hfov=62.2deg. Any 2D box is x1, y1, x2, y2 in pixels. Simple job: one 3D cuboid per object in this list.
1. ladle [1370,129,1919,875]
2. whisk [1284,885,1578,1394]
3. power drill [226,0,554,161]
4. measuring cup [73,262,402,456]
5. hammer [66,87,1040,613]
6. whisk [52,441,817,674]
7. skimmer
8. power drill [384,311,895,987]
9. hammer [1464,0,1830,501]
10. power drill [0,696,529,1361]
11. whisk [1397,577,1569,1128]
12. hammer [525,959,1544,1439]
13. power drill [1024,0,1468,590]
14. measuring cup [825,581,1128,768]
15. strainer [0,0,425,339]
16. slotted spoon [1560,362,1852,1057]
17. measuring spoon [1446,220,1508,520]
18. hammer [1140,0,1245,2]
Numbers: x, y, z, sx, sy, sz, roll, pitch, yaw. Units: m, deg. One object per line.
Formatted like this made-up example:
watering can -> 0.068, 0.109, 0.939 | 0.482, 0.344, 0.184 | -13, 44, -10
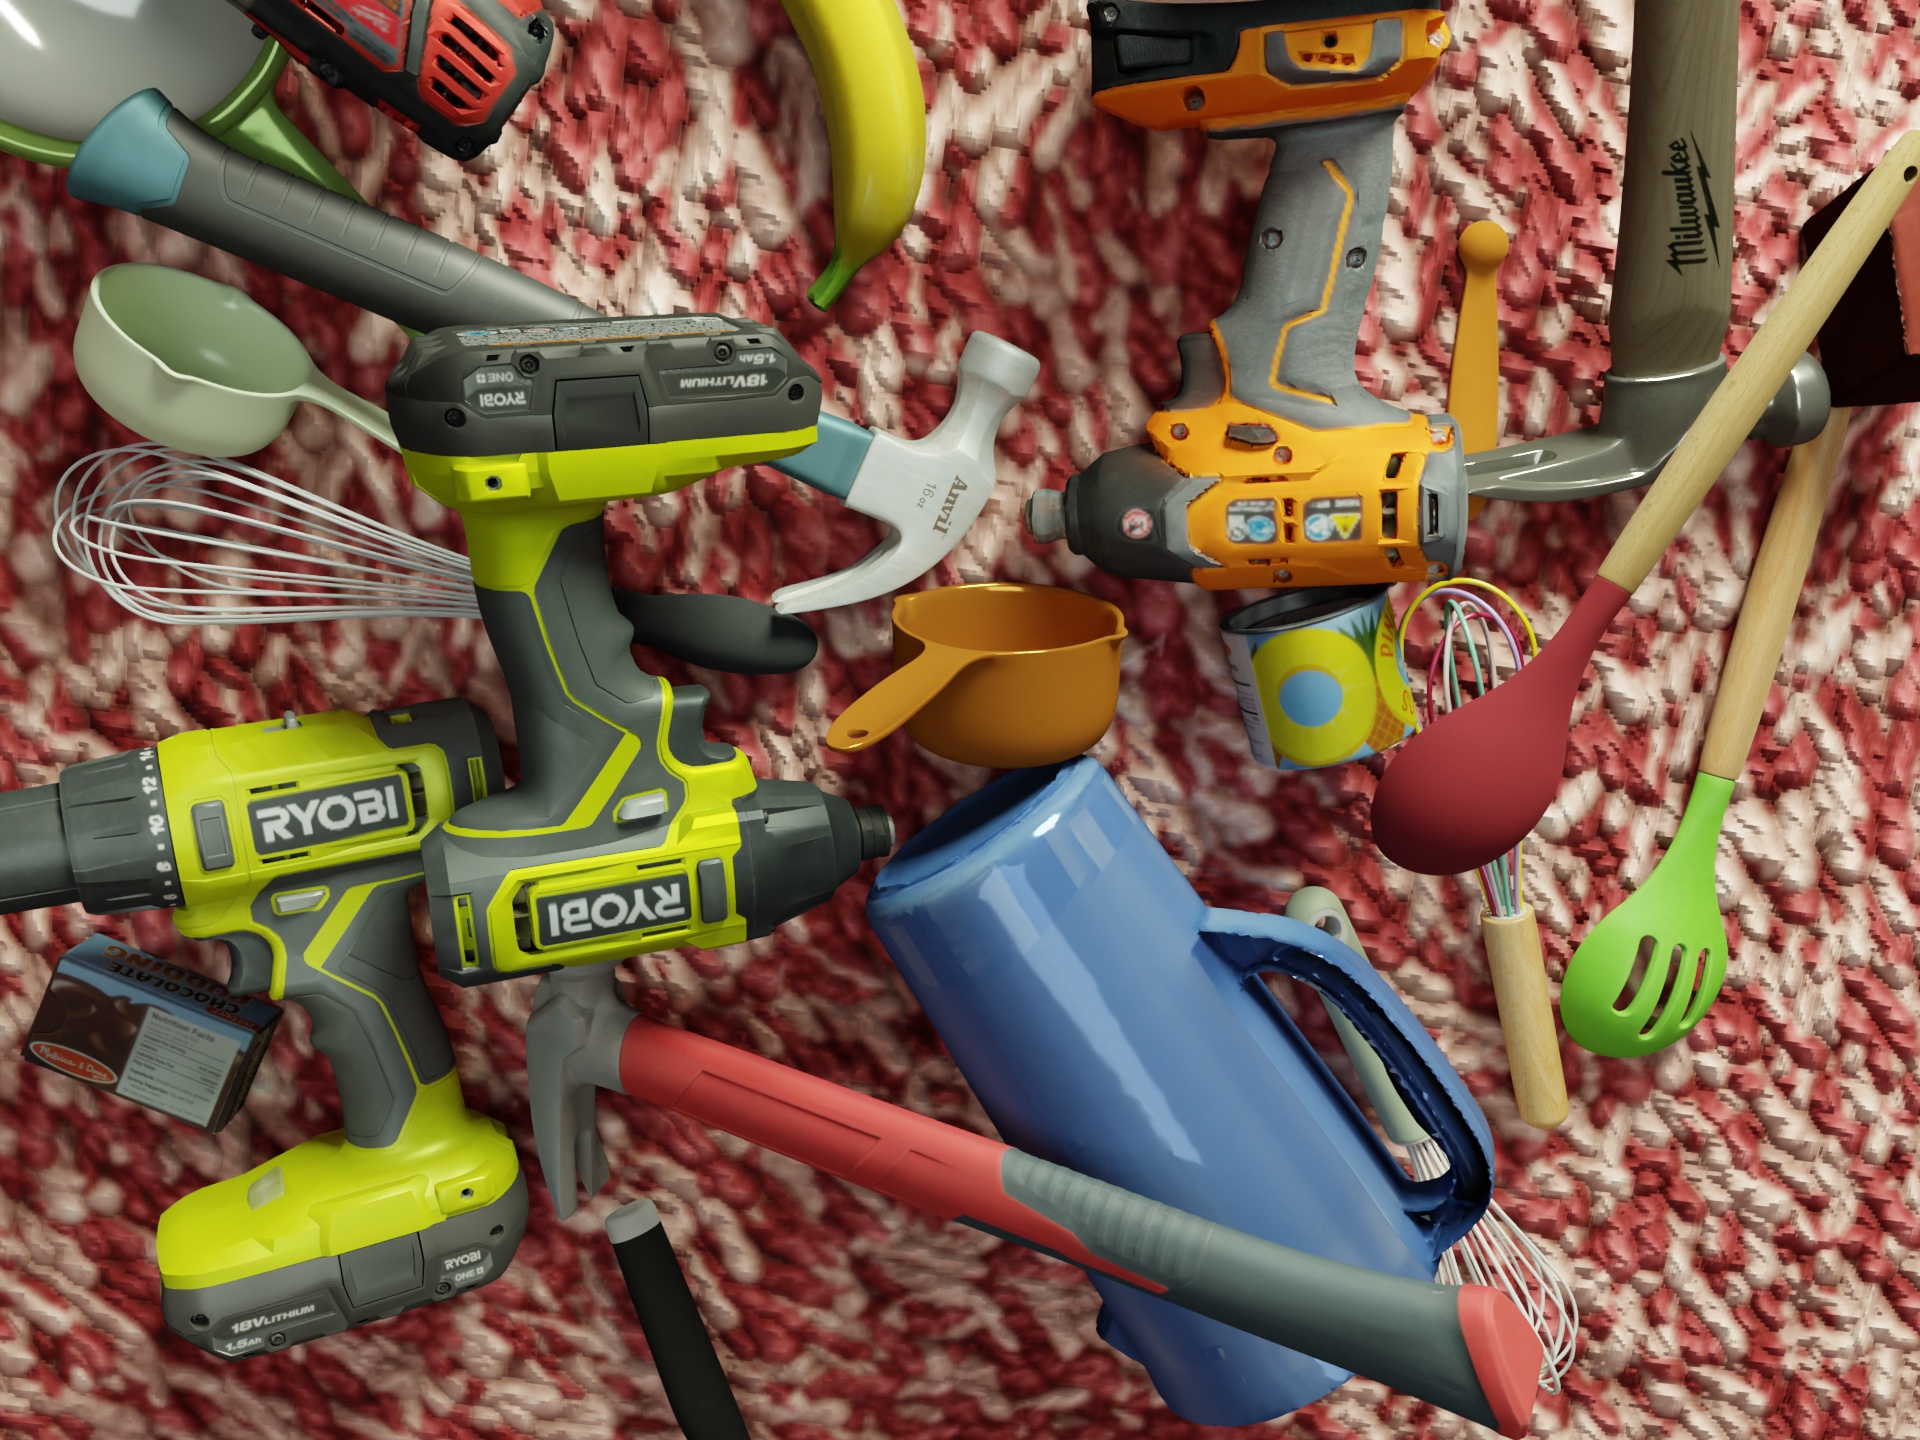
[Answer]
ladle -> 0.254, -0.071, 0.582 | 0.069, 0.031, 0.315 | 27, 101, -21
whisk -> 0.197, 0.180, 0.676 | 0.058, 0.059, 0.246 | -27, 96, -5
power drill -> -0.171, -0.318, 0.490 | 0.187, 0.080, 0.226 | 33, 99, -30
measuring cup -> -0.244, -0.108, 0.595 | 0.167, 0.083, 0.038 | 29, 117, -24
hammer -> -0.142, -0.138, 0.575 | 0.330, 0.033, 0.128 | 21, 102, -17
whisk -> -0.195, -0.051, 0.609 | 0.284, 0.070, 0.070 | 10, 101, -10
skimmer -> -0.074, 0.375, 0.710 | 0.127, 0.090, 0.363 | -22, 91, 4
power drill -> -0.108, -0.024, 0.559 | 0.171, 0.080, 0.223 | -8, 112, -19
hammer -> 0.230, -0.266, 0.519 | 0.146, 0.038, 0.410 | -13, 122, -3
power drill -> -0.261, 0.112, 0.600 | 0.190, 0.080, 0.228 | -11, 104, -25
whisk -> 0.225, 0.059, 0.655 | 0.047, 0.051, 0.245 | -16, 105, -5
hammer -> 0.006, 0.180, 0.576 | 0.386, 0.038, 0.143 | 15, 116, 22
power drill -> 0.099, -0.159, 0.582 | 0.164, 0.084, 0.226 | -2, 105, 12
measuring cup -> -0.001, -0.002, 0.571 | 0.095, 0.173, 0.052 | 11, 115, 24
strainer -> -0.270, -0.235, 0.571 | 0.151, 0.069, 0.256 | -40, 118, 4
slotted spoon -> 0.317, -0.002, 0.654 | 0.070, 0.031, 0.313 | 12, 99, -10
measuring spoon -> 0.205, -0.137, 0.629 | 0.021, 0.011, 0.117 | -1, 101, -3
hammer -> 0.064, -0.391, 0.510 | 0.146, 0.035, 0.335 | -13, 84, 5
